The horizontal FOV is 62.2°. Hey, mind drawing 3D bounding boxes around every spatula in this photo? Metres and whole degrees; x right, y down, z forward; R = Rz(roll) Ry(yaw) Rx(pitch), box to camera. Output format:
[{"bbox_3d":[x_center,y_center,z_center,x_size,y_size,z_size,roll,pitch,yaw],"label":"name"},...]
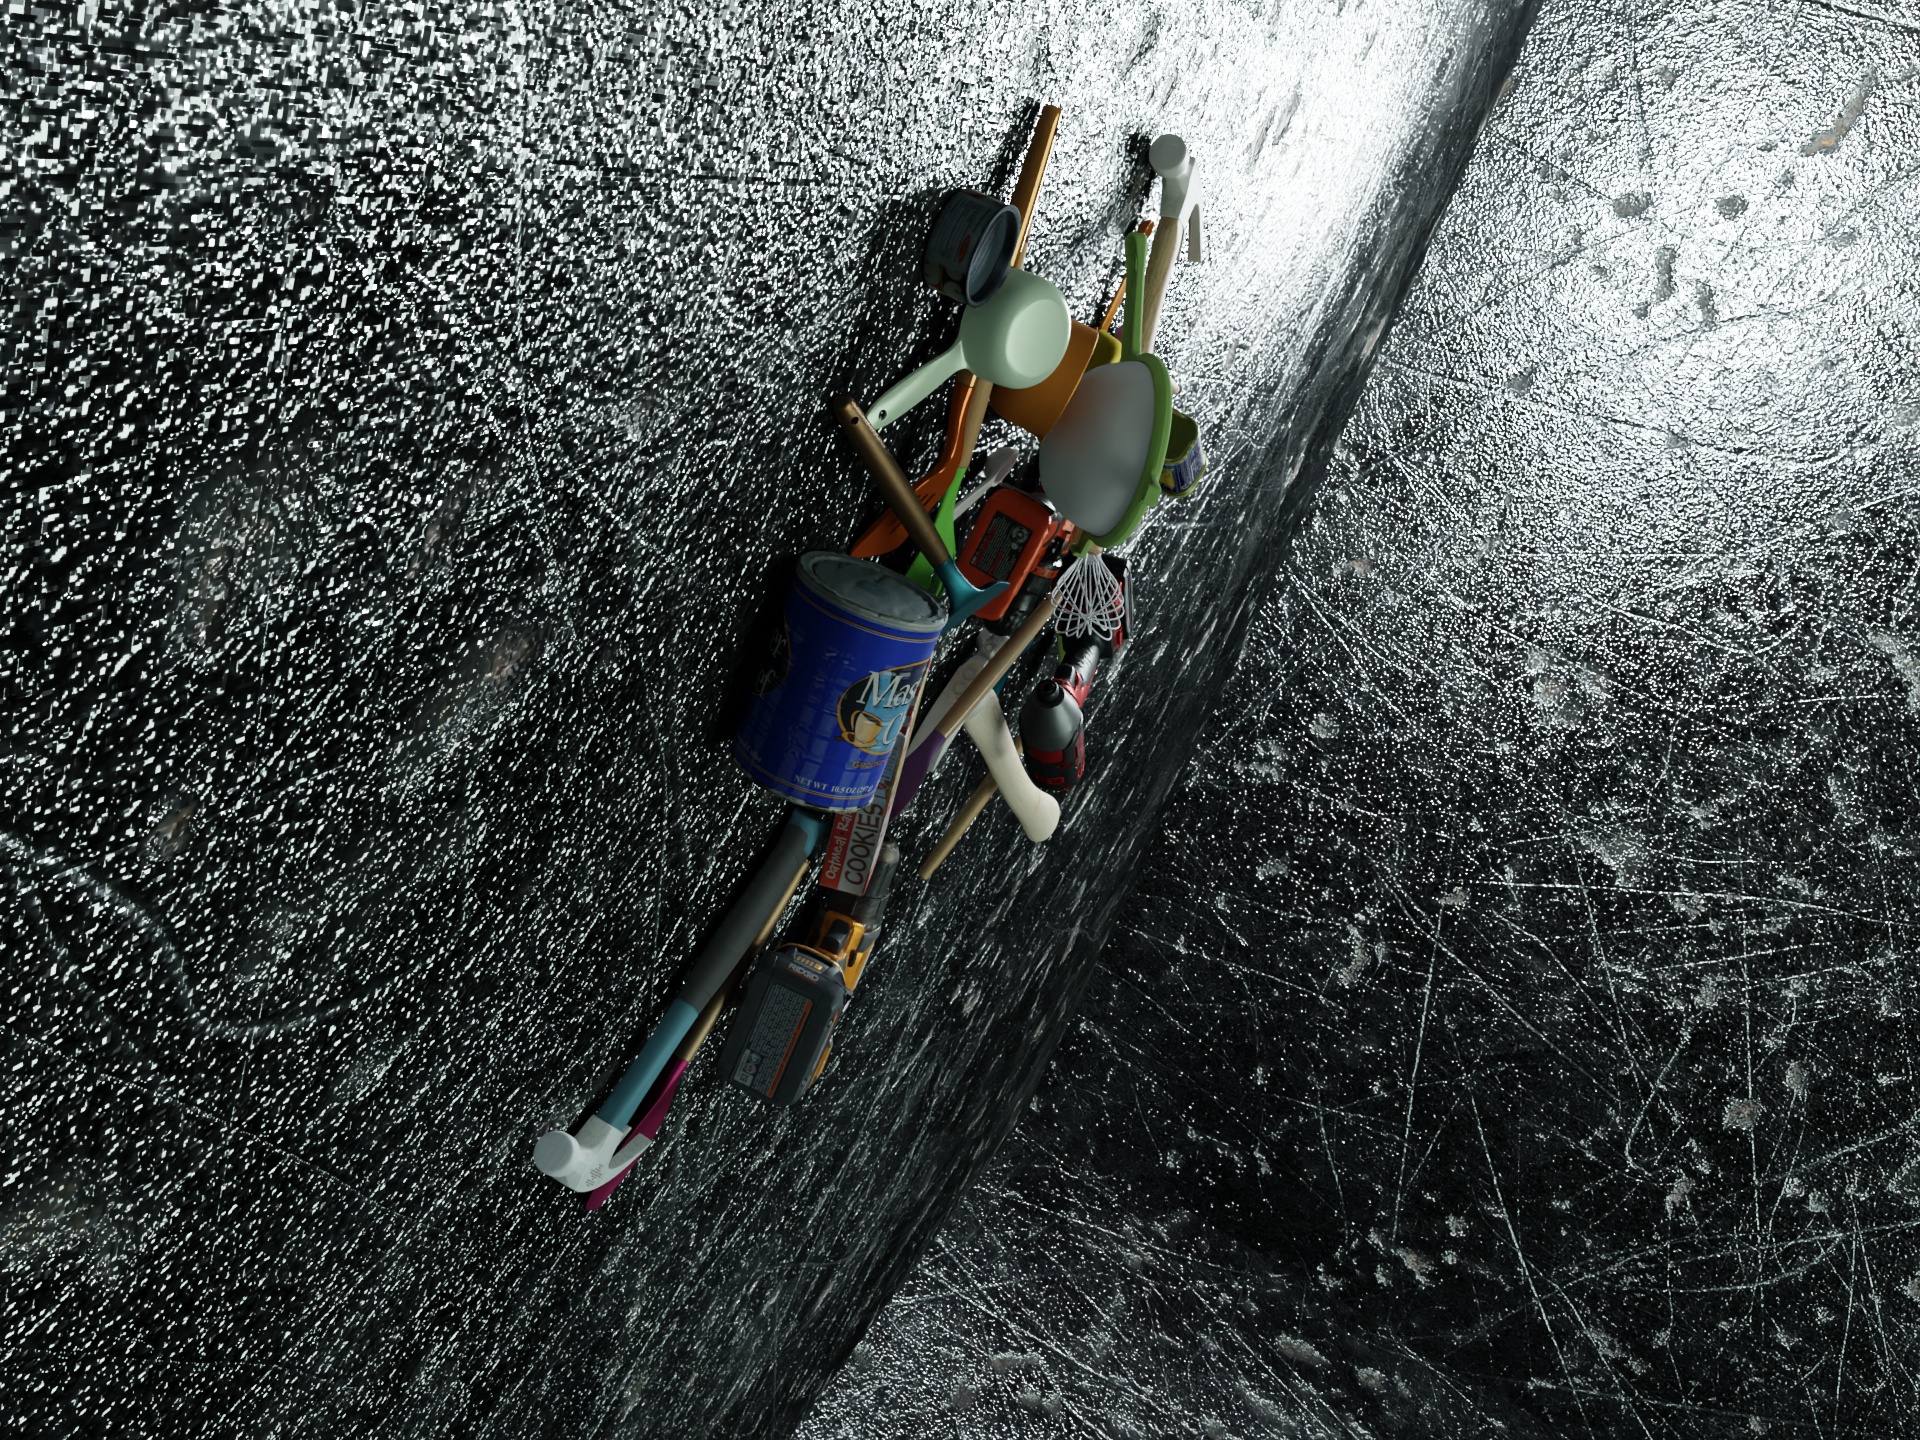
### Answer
[{"bbox_3d":[0.002,-0.254,1.074,0.081,0.041,0.322,-24,136,-66],"label":"spatula"},{"bbox_3d":[-0.030,-0.131,1.089,0.082,0.044,0.317,-35,149,0],"label":"spatula"},{"bbox_3d":[-0.002,-0.005,1.414,0.316,0.060,0.018,-50,122,-23],"label":"spatula"}]

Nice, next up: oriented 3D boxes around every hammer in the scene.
[{"bbox_3d":[-0.197,0.202,1.194,0.331,0.033,0.128,-57,164,-20],"label":"hammer"},{"bbox_3d":[0.145,-0.299,1.315,0.130,0.031,0.331,10,95,-71],"label":"hammer"},{"bbox_3d":[0.041,0.054,1.632,0.146,0.038,0.410,-57,157,-13],"label":"hammer"}]

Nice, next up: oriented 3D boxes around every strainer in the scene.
[{"bbox_3d":[0.105,-0.261,1.218,0.151,0.069,0.256,150,-53,-69],"label":"strainer"}]

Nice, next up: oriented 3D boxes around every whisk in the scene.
[{"bbox_3d":[0.120,-0.148,1.490,0.285,0.070,0.070,-79,-171,-63],"label":"whisk"}]

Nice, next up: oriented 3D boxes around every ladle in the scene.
[{"bbox_3d":[0.043,0.034,1.731,0.320,0.062,0.078,-53,170,-6],"label":"ladle"}]

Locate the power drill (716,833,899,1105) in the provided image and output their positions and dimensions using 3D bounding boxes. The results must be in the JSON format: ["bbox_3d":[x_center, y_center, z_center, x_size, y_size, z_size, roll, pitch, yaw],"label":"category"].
[{"bbox_3d":[-0.117,0.203,1.355,0.226,0.084,0.185,-51,166,-72],"label":"power drill"}]

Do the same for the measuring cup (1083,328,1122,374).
[{"bbox_3d":[0.123,-0.291,1.400,0.062,0.029,0.156,-54,166,-5],"label":"measuring cup"}]

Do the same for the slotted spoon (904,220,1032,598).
[{"bbox_3d":[0.004,-0.207,1.141,0.070,0.031,0.313,-36,148,-55],"label":"slotted spoon"}]

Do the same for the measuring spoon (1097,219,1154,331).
[{"bbox_3d":[0.134,-0.370,1.347,0.021,0.011,0.117,-34,153,-61],"label":"measuring spoon"}]

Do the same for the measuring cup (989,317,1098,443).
[{"bbox_3d":[0.050,-0.257,1.199,0.095,0.052,0.174,-64,-169,-2],"label":"measuring cup"}]

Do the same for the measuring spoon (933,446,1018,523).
[{"bbox_3d":[0.003,-0.177,1.238,0.124,0.018,0.034,-45,170,-32],"label":"measuring spoon"}]

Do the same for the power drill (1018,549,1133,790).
[{"bbox_3d":[0.109,-0.055,1.559,0.143,0.078,0.220,77,26,-54],"label":"power drill"}]

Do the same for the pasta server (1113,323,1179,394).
[{"bbox_3d":[0.185,-0.336,1.524,0.316,0.040,0.060,-13,119,-73],"label":"pasta server"}]

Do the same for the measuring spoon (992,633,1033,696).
[{"bbox_3d":[0.034,-0.050,1.577,0.042,0.021,0.128,-14,145,-39],"label":"measuring spoon"}]

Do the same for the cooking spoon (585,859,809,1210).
[{"bbox_3d":[-0.208,0.246,1.266,0.319,0.017,0.068,-59,168,-10],"label":"cooking spoon"}]

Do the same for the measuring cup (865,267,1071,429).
[{"bbox_3d":[0.008,-0.230,1.031,0.167,0.038,0.083,-40,137,-24],"label":"measuring cup"}]
